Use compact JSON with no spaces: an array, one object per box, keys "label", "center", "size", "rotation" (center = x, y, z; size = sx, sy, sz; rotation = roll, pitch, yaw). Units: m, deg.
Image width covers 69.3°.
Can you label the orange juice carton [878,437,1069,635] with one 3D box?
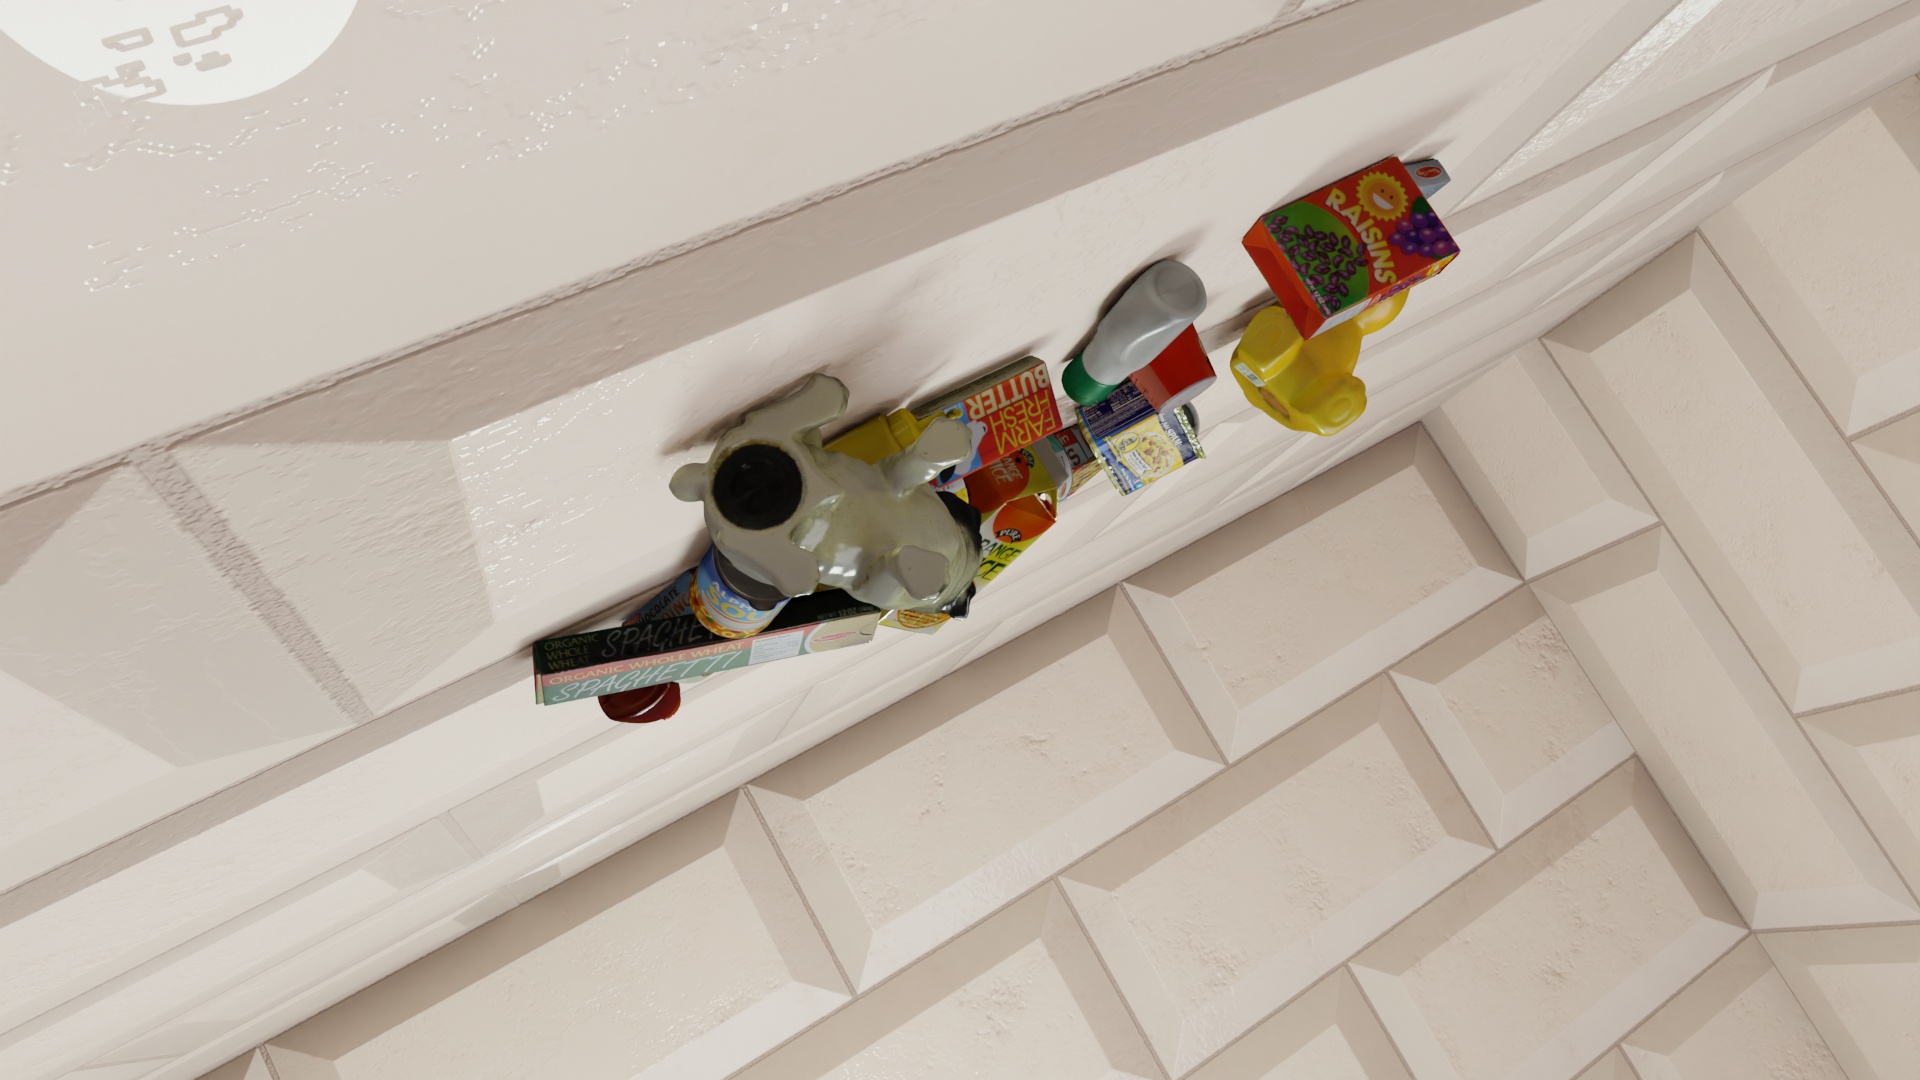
[{"label":"orange juice carton","center":[0.004,-0.014,1.099],"size":[0.192,0.072,0.073],"rotation":[-44,146,22]}]

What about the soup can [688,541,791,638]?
[{"label":"soup can","center":[-0.147,0.028,0.958],"size":[0.071,0.071,0.083],"rotation":[-25,170,-30]}]

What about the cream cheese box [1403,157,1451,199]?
[{"label":"cream cheese box","center":[0.315,-0.248,1.056],"size":[0.053,0.024,0.103],"rotation":[-20,167,-41]}]

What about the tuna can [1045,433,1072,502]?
[{"label":"tuna can","center":[0.058,-0.059,1.165],"size":[0.033,0.071,0.070],"rotation":[-22,168,-37]}]

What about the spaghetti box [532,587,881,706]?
[{"label":"spaghetti box","center":[-0.182,0.074,1.008],"size":[0.251,0.029,0.050],"rotation":[-10,150,-20]}]

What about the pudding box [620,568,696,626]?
[{"label":"pudding box","center":[-0.206,0.051,1.033],"size":[0.083,0.030,0.050],"rotation":[-35,169,26]}]

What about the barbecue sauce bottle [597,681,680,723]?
[{"label":"barbecue sauce bottle","center":[-0.281,0.140,1.252],"size":[0.065,0.044,0.148],"rotation":[-29,172,-7]}]

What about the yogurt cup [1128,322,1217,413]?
[{"label":"yogurt cup","center":[0.167,-0.137,1.104],"size":[0.072,0.054,0.072],"rotation":[-29,170,-5]}]

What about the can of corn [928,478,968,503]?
[{"label":"can of corn","center":[-0.036,-0.036,0.976],"size":[0.058,0.071,0.071],"rotation":[-28,171,-16]}]

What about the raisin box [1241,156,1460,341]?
[{"label":"raisin box","center":[0.271,-0.203,0.964],"size":[0.124,0.086,0.040],"rotation":[-27,169,-17]}]

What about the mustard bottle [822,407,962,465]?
[{"label":"mustard bottle","center":[-0.067,-0.043,0.891],"size":[0.160,0.049,0.065],"rotation":[-32,165,10]}]

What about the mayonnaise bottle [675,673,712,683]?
[{"label":"mayonnaise bottle","center":[-0.184,0.070,1.178],"size":[0.147,0.041,0.065],"rotation":[-33,169,22]}]

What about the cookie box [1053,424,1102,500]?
[{"label":"cookie box","center":[0.063,-0.053,1.284],"size":[0.168,0.040,0.122],"rotation":[-23,169,-37]}]

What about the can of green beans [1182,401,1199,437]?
[{"label":"can of green beans","center":[0.190,-0.104,1.325],"size":[0.071,0.071,0.057],"rotation":[-28,170,-11]}]

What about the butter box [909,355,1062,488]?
[{"label":"butter box","center":[0.017,-0.081,0.936],"size":[0.104,0.053,0.024],"rotation":[-27,-152,-18]}]

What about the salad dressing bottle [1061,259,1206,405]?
[{"label":"salad dressing bottle","center":[0.116,-0.139,0.964],"size":[0.064,0.044,0.147],"rotation":[-27,172,-28]}]

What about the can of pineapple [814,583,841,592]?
[{"label":"can of pineapple","center":[-0.117,0.032,1.093],"size":[0.058,0.071,0.070],"rotation":[-24,170,-36]}]
